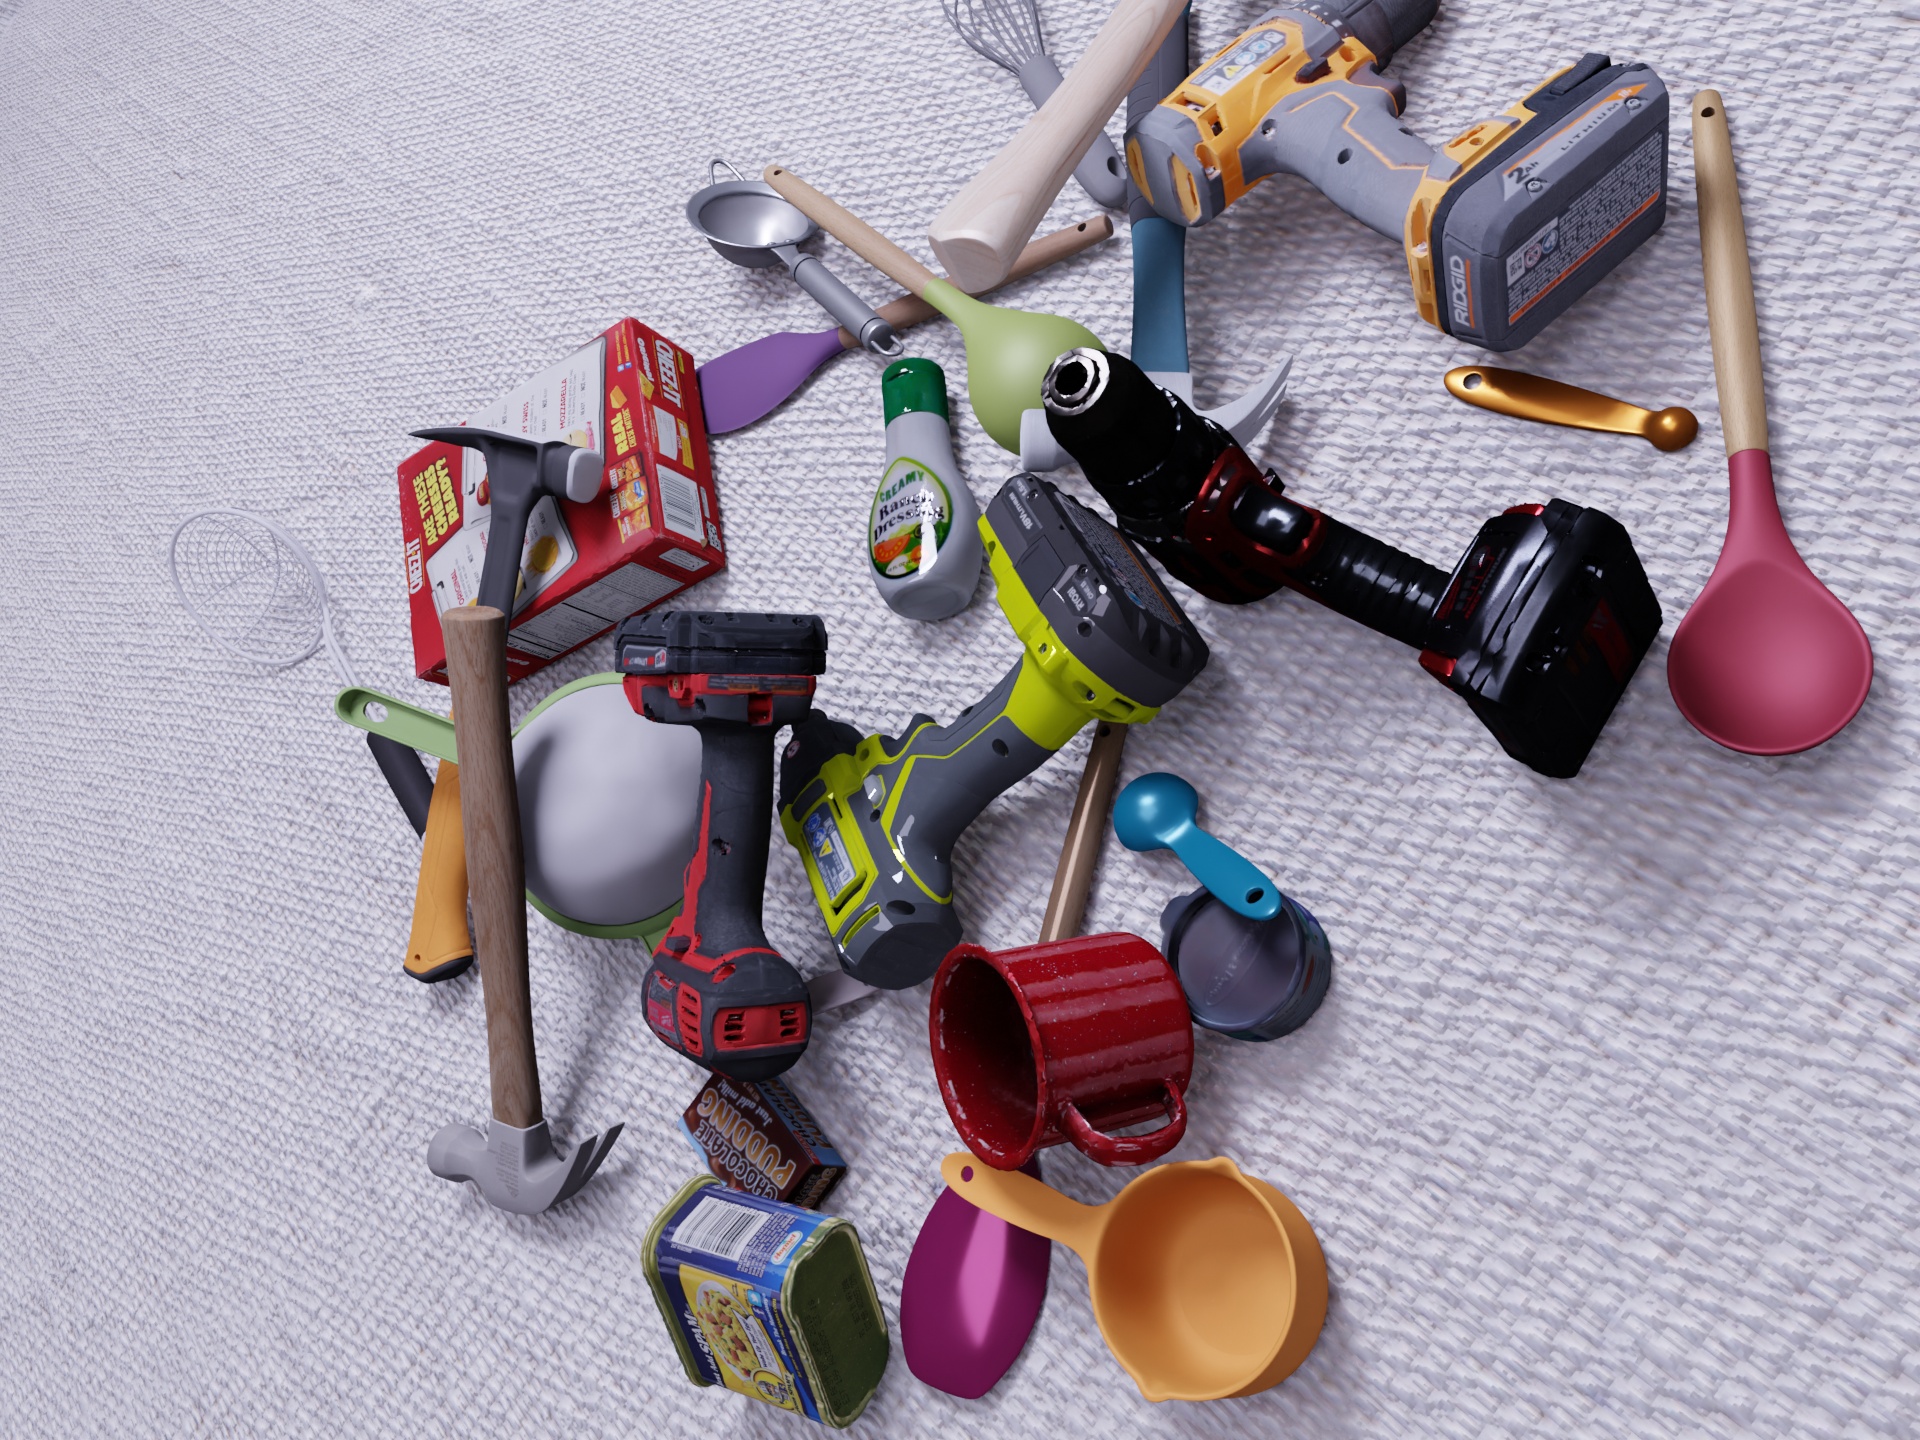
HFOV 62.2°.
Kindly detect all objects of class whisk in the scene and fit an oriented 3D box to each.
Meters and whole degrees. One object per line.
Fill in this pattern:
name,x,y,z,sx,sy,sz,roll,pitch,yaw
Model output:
whisk,0.043,-0.378,0.927,0.055,0.055,0.239,-36,58,18

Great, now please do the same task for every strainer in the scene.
strainer,-0.249,0.028,0.882,0.256,0.069,0.151,20,89,12
strainer,-0.100,-0.277,0.976,0.087,0.050,0.259,-17,44,-24

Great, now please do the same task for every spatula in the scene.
spatula,-0.049,-0.235,0.949,0.316,0.018,0.060,-15,66,31

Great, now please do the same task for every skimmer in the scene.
skimmer,-0.453,-0.022,1.102,0.364,0.090,0.127,47,133,36

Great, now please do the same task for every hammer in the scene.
hammer,0.100,-0.262,0.819,0.128,0.033,0.331,2,62,2
hammer,-0.242,0.105,0.840,0.130,0.031,0.331,7,105,33
hammer,-0.298,-0.008,0.957,0.127,0.034,0.337,15,97,25
hammer,0.100,-0.353,0.785,0.146,0.038,0.411,2,51,38

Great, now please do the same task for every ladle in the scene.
ladle,0.314,-0.129,0.642,0.069,0.031,0.316,-5,66,24
ladle,-0.026,-0.245,0.903,0.078,0.062,0.320,-38,51,-9

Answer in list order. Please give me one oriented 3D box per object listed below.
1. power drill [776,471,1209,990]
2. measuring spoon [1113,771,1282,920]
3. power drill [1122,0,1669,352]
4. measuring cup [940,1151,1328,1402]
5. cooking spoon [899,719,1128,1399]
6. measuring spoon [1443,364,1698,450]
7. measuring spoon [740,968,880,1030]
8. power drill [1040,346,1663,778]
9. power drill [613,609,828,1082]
power drill,-0.001,-0.002,0.773,0.223,0.080,0.171,-47,44,20
measuring spoon,0.100,0.051,0.688,0.042,0.021,0.129,-41,27,-3
power drill,0.212,-0.277,0.732,0.185,0.084,0.226,-40,50,-11
measuring cup,0.069,0.215,0.657,0.174,0.052,0.095,12,79,40
cooking spoon,0.033,0.144,0.731,0.069,0.017,0.319,8,75,30
measuring spoon,0.262,-0.139,0.692,0.117,0.011,0.021,26,87,39
measuring spoon,-0.084,0.150,0.819,0.124,0.018,0.034,-22,48,19
power drill,0.147,-0.073,0.638,0.227,0.187,0.080,30,90,35
power drill,-0.123,0.058,0.788,0.143,0.078,0.219,1,91,63
